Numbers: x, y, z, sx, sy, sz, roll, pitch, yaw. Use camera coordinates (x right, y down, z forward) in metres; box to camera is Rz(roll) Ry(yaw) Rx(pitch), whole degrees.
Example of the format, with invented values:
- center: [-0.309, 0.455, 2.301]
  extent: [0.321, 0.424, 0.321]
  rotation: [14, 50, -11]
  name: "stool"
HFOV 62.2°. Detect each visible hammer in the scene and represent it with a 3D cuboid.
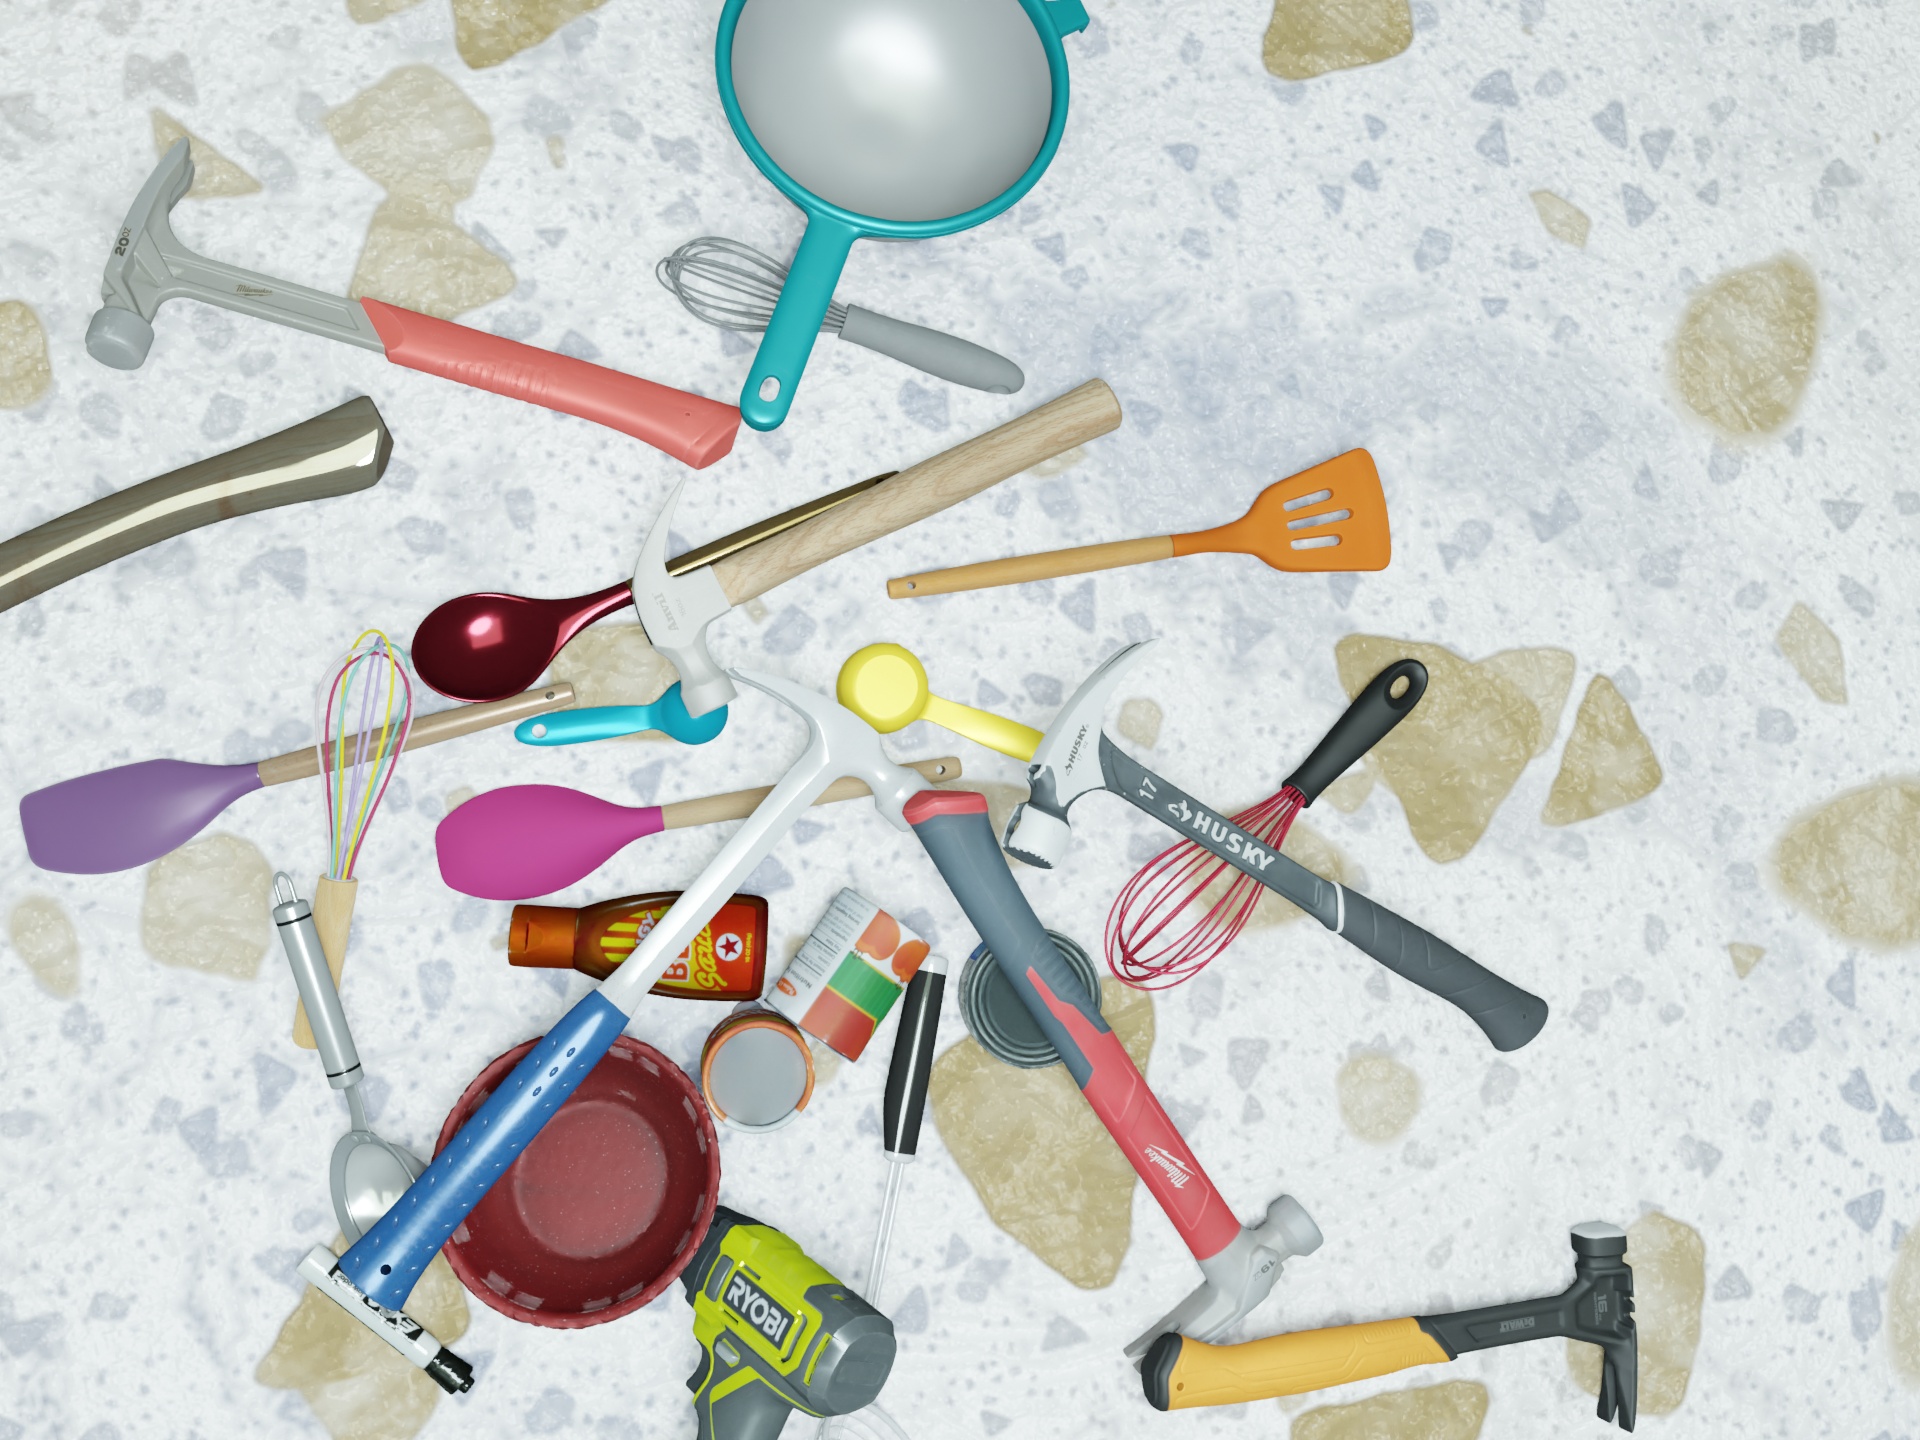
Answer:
- center: [0.068, 0.210, 0.947]
  extent: [0.143, 0.038, 0.386]
  rotation: [-35, 104, -9]
  name: "hammer"
- center: [-0.191, 0.145, 0.888]
  extent: [0.144, 0.035, 0.405]
  rotation: [43, 77, -12]
  name: "hammer"
- center: [-0.306, -0.228, 0.942]
  extent: [0.359, 0.036, 0.149]
  rotation: [14, 64, -13]
  name: "hammer"
- center: [-0.529, -0.099, 0.906]
  extent: [0.410, 0.038, 0.146]
  rotation: [-26, 89, -11]
  name: "hammer"
- center: [0.272, 0.395, 0.987]
  extent: [0.336, 0.034, 0.127]
  rotation: [-1, 86, -16]
  name: "hammer"
- center: [-0.047, -0.132, 0.975]
  extent: [0.331, 0.031, 0.130]
  rotation: [-28, 96, -15]
  name: "hammer"
- center: [0.213, 0.099, 0.964]
  extent: [0.408, 0.036, 0.149]
  rotation: [31, 73, -22]
  name: "hammer"

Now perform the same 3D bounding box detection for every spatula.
- center: [0.113, -0.109, 1.012]
  extent: [0.322, 0.041, 0.081]
  rotation: [-10, 88, -9]
  name: "spatula"
- center: [-0.381, 0.027, 0.929]
  extent: [0.316, 0.018, 0.060]
  rotation: [-16, 85, -9]
  name: "spatula"

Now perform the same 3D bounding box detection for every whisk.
- center: [0.200, 0.060, 1.008]
  extent: [0.296, 0.073, 0.073]
  rotation: [-43, 94, -16]
  name: "whisk"
- center: [-0.353, 0.068, 0.911]
  extent: [0.047, 0.051, 0.245]
  rotation: [13, 95, 10]
  name: "whisk"
- center: [-0.072, -0.246, 0.990]
  extent: [0.239, 0.055, 0.055]
  rotation: [16, 84, -13]
  name: "whisk"

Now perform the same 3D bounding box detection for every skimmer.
- center: [-0.020, 0.323, 0.932]
  extent: [0.090, 0.127, 0.363]
  rotation: [5, 77, 23]
  name: "skimmer"

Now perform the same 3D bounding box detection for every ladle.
- center: [-0.178, -0.090, 0.969]
  extent: [0.315, 0.031, 0.069]
  rotation: [-24, 82, -12]
  name: "ladle"

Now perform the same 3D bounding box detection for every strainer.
- center: [-0.341, 0.206, 0.896]
  extent: [0.050, 0.087, 0.258]
  rotation: [-26, 104, -54]
  name: "strainer"
- center: [-0.066, -0.316, 0.961]
  extent: [0.211, 0.095, 0.340]
  rotation: [21, 78, -7]
  name: "strainer"

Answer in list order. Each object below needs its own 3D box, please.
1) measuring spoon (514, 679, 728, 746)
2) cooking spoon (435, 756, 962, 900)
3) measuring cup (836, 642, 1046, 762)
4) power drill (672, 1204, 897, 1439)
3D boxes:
- center: [-0.204, -0.001, 0.959]
  extent: [0.128, 0.021, 0.042]
  rotation: [-8, 87, -12]
  name: "measuring spoon"
- center: [-0.155, 0.054, 0.966]
  extent: [0.319, 0.017, 0.069]
  rotation: [-10, 88, -10]
  name: "cooking spoon"
- center: [-0.002, -0.003, 0.989]
  extent: [0.156, 0.029, 0.062]
  rotation: [21, 83, -6]
  name: "measuring cup"
- center: [-0.146, 0.395, 0.885]
  extent: [0.080, 0.171, 0.223]
  rotation: [32, 82, -47]
  name: "power drill"
